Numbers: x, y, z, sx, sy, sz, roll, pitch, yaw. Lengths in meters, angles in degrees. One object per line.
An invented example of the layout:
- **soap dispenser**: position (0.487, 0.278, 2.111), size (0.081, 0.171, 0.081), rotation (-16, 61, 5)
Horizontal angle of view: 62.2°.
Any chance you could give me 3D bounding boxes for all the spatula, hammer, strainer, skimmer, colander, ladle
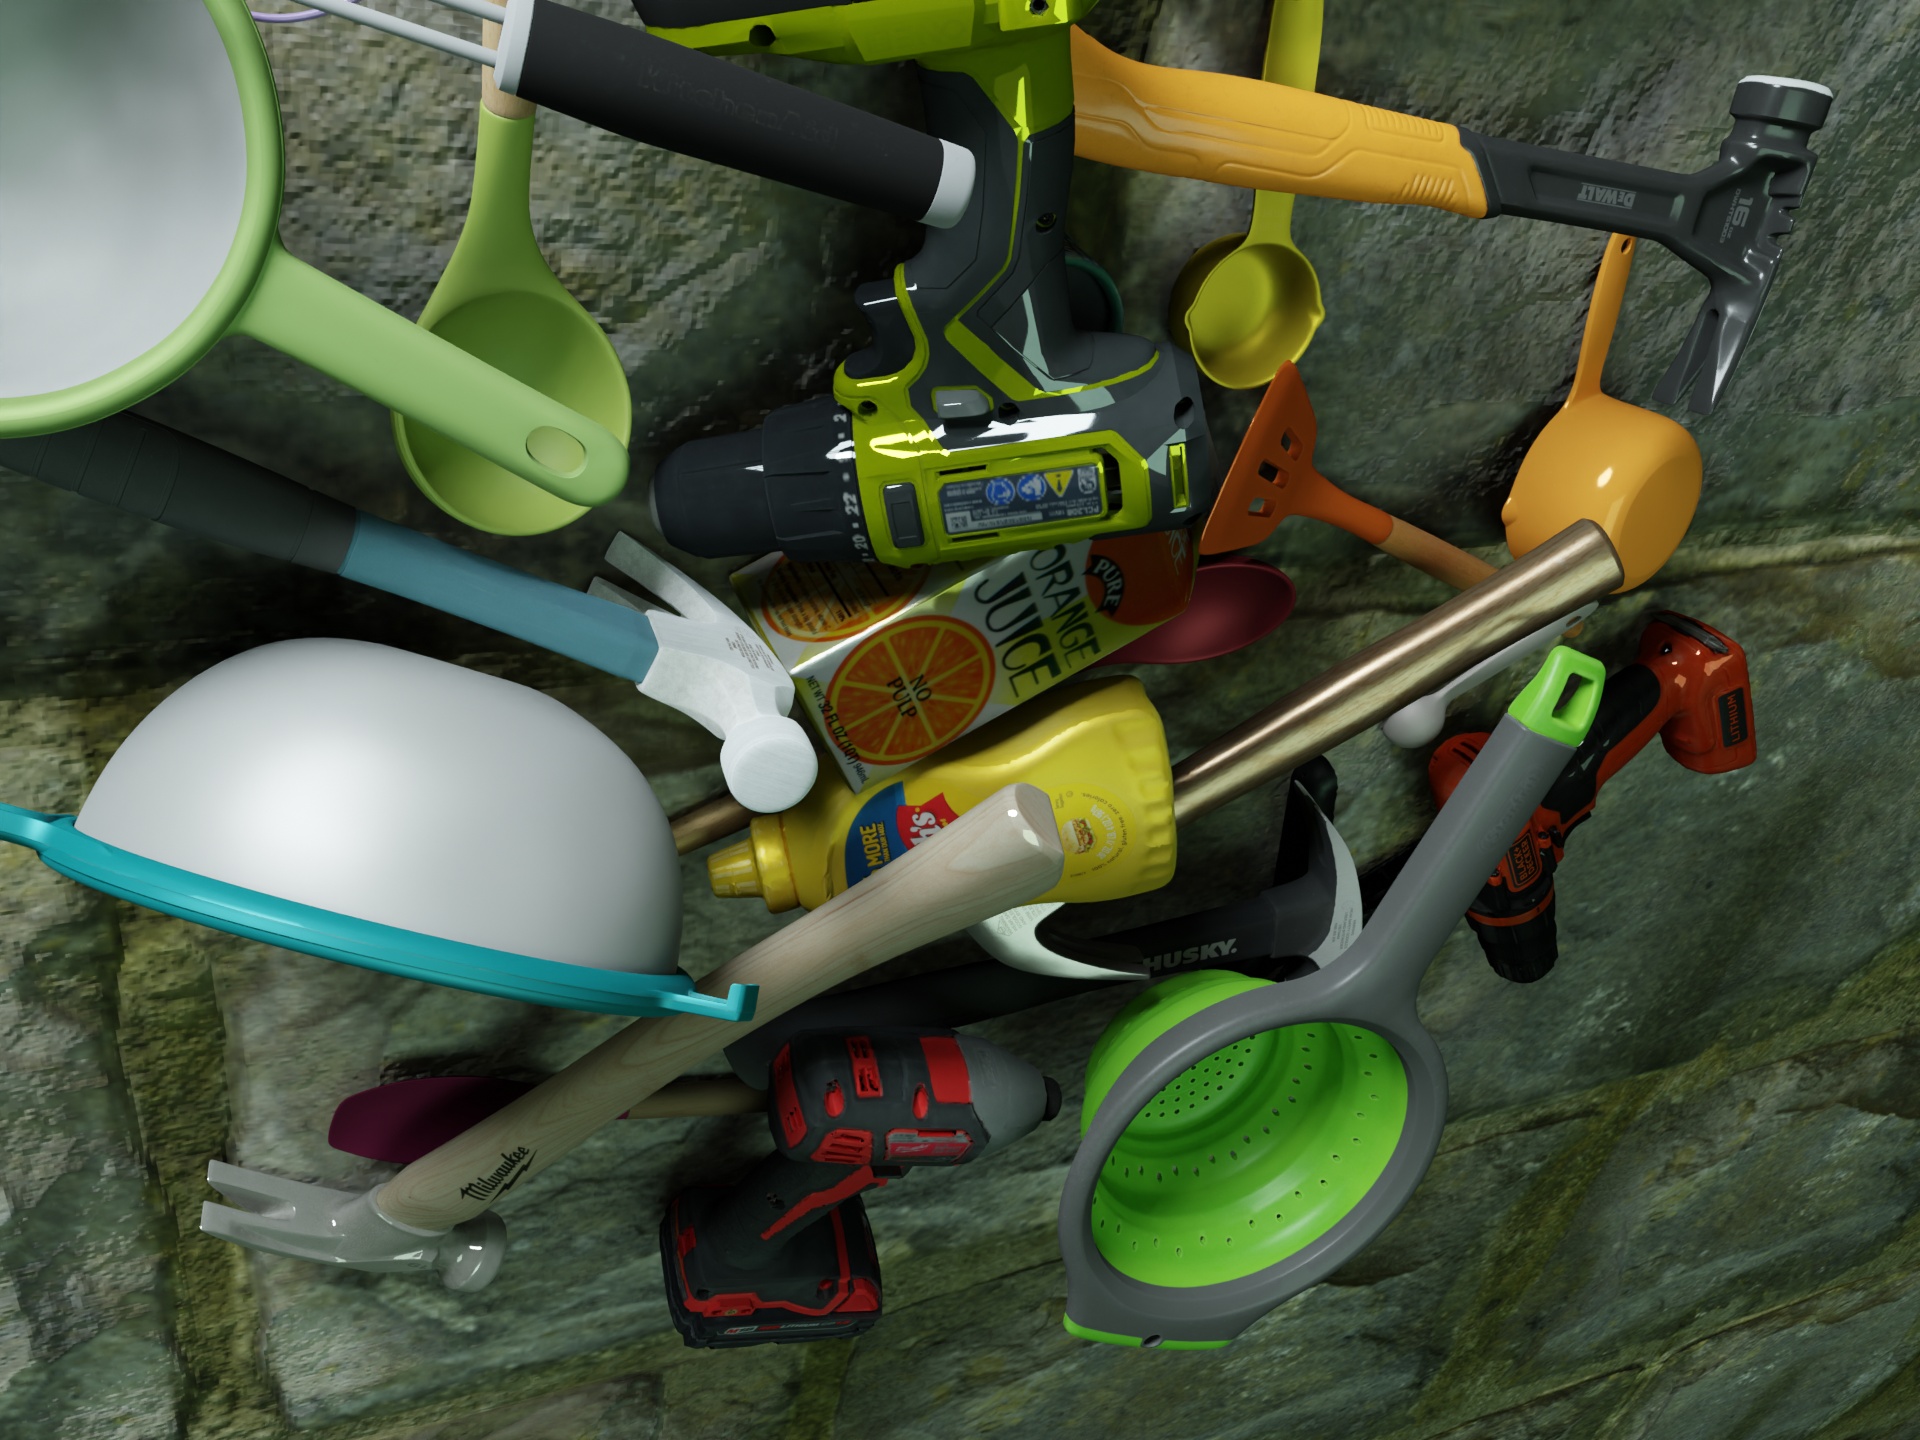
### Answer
- **spatula**: position (0.210, -0.077, 0.724), size (0.322, 0.041, 0.081), rotation (15, 103, -41)
- **hammer**: position (-0.134, 0.135, 0.652), size (0.410, 0.038, 0.146), rotation (-34, 137, 23)
- **hammer**: position (-0.201, -0.060, 0.485), size (0.330, 0.128, 0.033), rotation (21, 110, -29)
- **strainer**: position (-0.206, -0.129, 0.420), size (0.256, 0.069, 0.151), rotation (27, 100, -27)
- **skimmer**: position (-0.152, -0.163, 0.334), size (0.363, 0.090, 0.127), rotation (10, 104, -24)
- **colander**: position (0.164, 0.123, 0.758), size (0.204, 0.095, 0.397), rotation (17, 111, -29)
- **strainer**: position (-0.230, 0.008, 0.497), size (0.340, 0.211, 0.095), rotation (21, 81, -33)
- **ladle**: position (-0.001, -0.002, 0.691), size (0.315, 0.031, 0.069), rotation (-24, 146, -6)
- **hammer**: position (0.161, -0.193, 0.575), size (0.336, 0.034, 0.127), rotation (3, 112, -20)
- **ladle**: position (-0.111, -0.179, 0.417), size (0.078, 0.062, 0.320), rotation (-21, 149, -33)
- **hammer**: position (0.045, 0.123, 0.793), size (0.334, 0.035, 0.146), rotation (-11, 126, -12)
- **hammer**: position (0.144, 0.011, 0.716), size (0.331, 0.031, 0.130), rotation (-30, 109, 7)

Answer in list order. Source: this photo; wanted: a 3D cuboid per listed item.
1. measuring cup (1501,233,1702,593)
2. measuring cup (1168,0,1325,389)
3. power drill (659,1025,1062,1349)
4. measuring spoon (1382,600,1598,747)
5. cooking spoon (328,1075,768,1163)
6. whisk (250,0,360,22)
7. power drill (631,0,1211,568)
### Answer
- **measuring cup**: position (0.302, -0.137, 0.716), size (0.095, 0.052, 0.173), rotation (-24, 130, -28)
- **measuring cup**: position (0.110, -0.203, 0.592), size (0.062, 0.029, 0.156), rotation (-7, 117, -21)
- **power drill**: position (-0.052, 0.225, 0.781), size (0.143, 0.079, 0.219), rotation (8, 135, -30)
- **measuring spoon**: position (0.273, -0.021, 0.812), size (0.124, 0.018, 0.034), rotation (-36, 149, 20)
- **cooking spoon**: position (-0.140, 0.186, 0.778), size (0.318, 0.017, 0.068), rotation (5, 131, -31)
- **whisk**: position (-0.100, -0.251, 0.421), size (0.245, 0.047, 0.051), rotation (-27, 147, -12)
- **power drill**: position (-0.024, -0.147, 0.497), size (0.190, 0.080, 0.228), rotation (-7, 129, 5)
